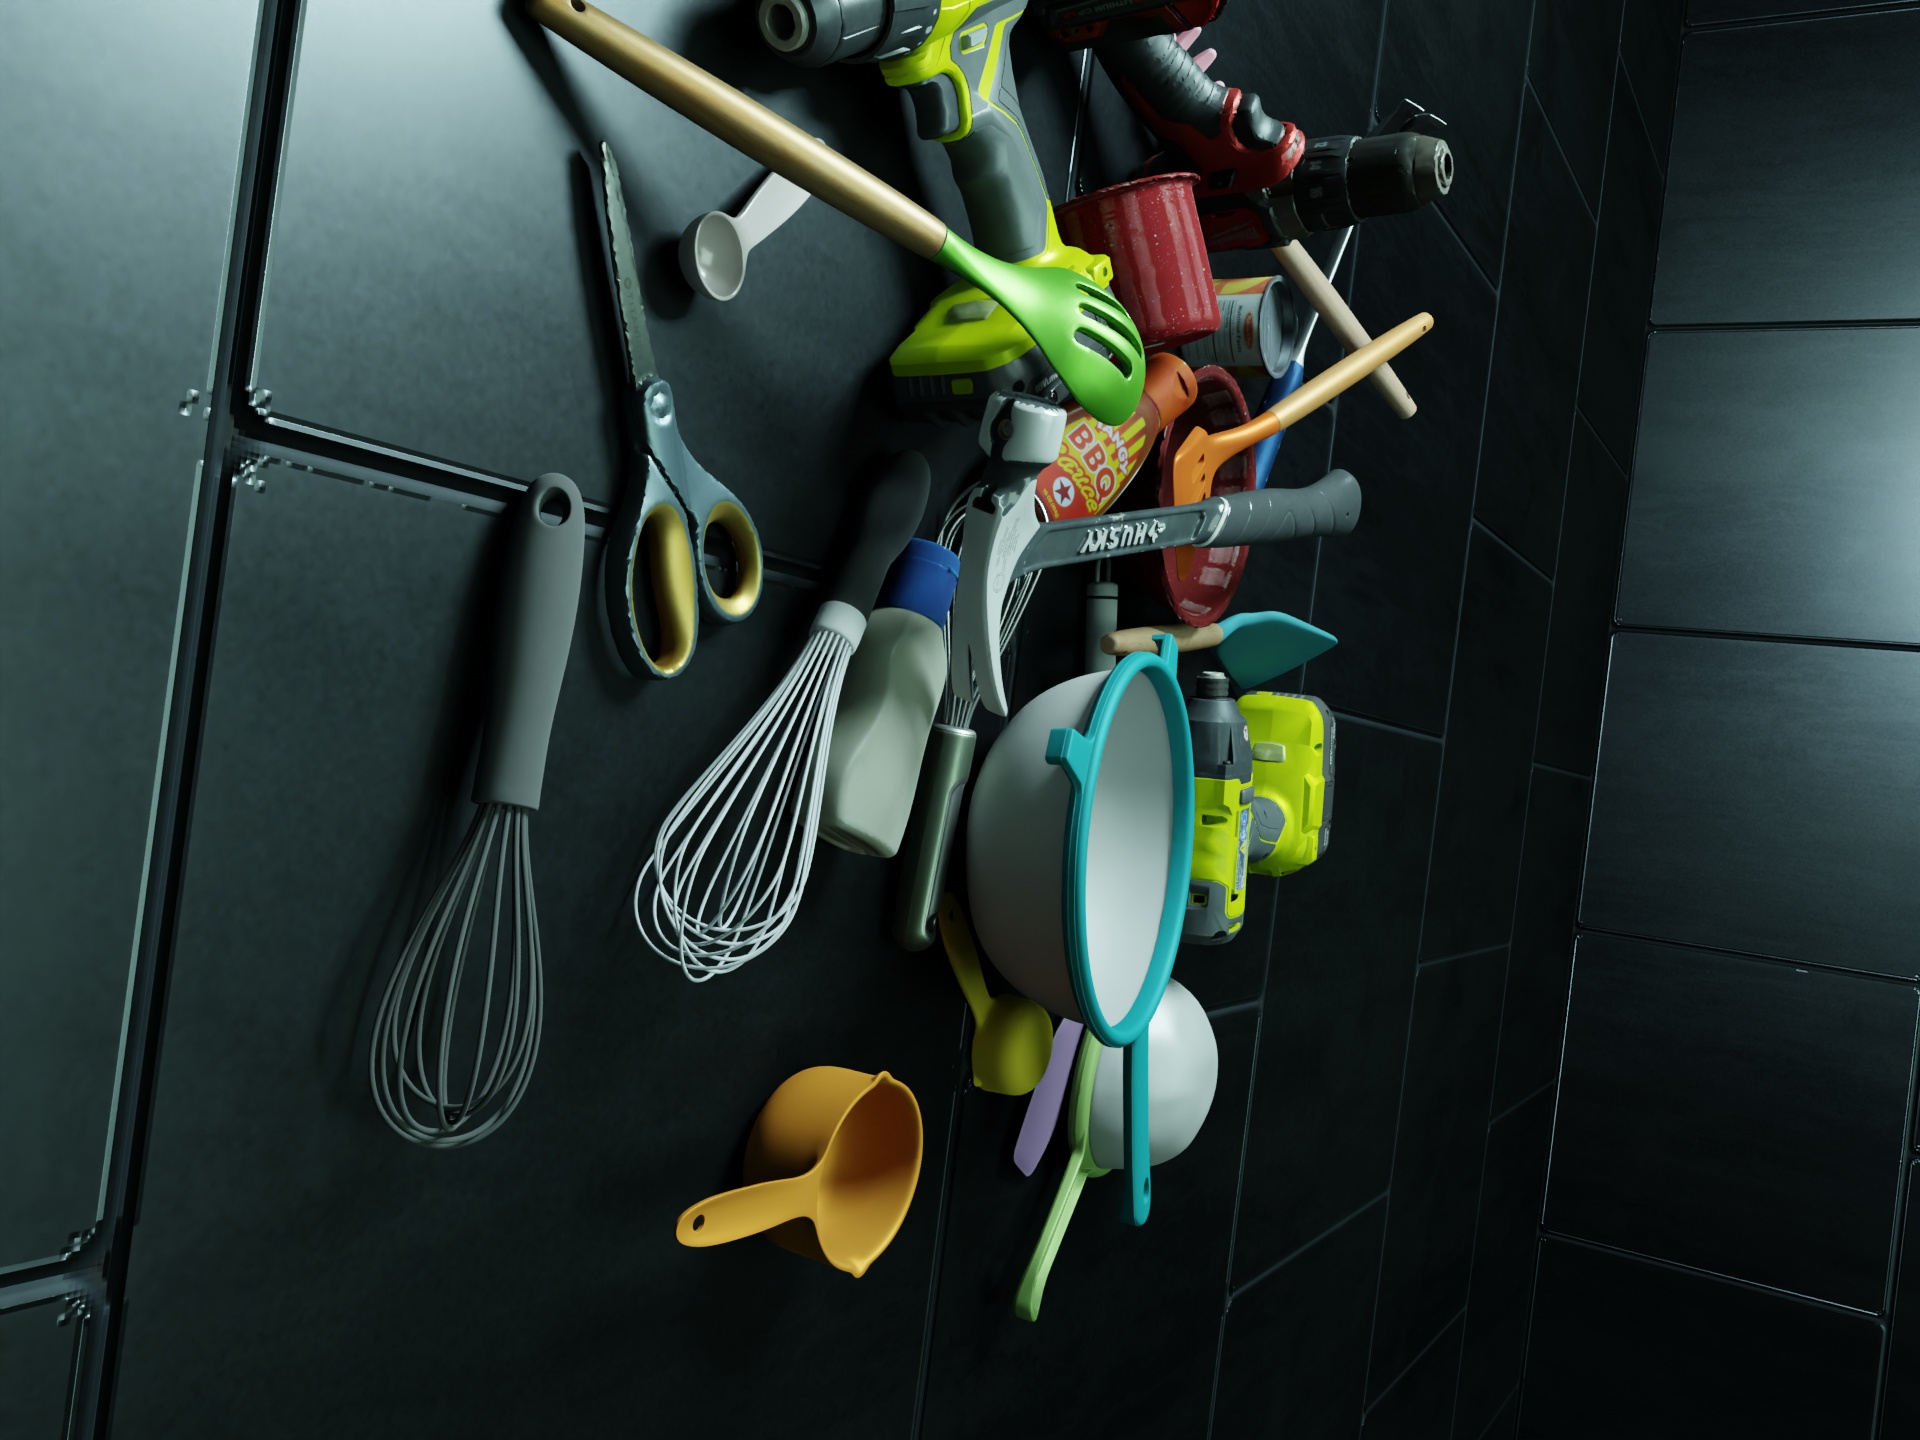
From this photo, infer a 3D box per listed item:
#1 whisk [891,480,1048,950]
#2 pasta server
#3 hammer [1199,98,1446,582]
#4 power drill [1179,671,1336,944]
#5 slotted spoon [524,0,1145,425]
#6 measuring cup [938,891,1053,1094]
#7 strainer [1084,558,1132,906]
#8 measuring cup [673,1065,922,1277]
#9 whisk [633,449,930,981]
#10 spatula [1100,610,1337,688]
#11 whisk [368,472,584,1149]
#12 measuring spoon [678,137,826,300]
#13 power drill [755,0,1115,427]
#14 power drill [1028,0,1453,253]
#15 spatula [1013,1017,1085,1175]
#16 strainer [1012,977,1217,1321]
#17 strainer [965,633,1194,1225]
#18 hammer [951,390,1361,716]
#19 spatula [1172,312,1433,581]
[{"bbox_3d":[-0.001,-0.003,0.811,0.057,0.059,0.246,6,96,-72],"label":"whisk"},{"bbox_3d":[0.215,-0.311,1.028,0.316,0.040,0.060,43,44,-28],"label":"pasta server"},{"bbox_3d":[0.238,-0.259,1.122,0.406,0.035,0.144,-66,-170,-17],"label":"hammer"},{"bbox_3d":[0.194,0.047,1.095,0.223,0.080,0.171,-11,106,-63],"label":"power drill"},{"bbox_3d":[-0.030,-0.203,0.639,0.313,0.031,0.070,22,58,-36],"label":"slotted spoon"},{"bbox_3d":[0.020,0.152,0.890,0.062,0.029,0.156,-57,142,-37],"label":"measuring cup"},{"bbox_3d":[0.084,0.027,0.969,0.086,0.050,0.258,-1,94,-45],"label":"strainer"},{"bbox_3d":[-0.084,0.204,0.709,0.173,0.052,0.095,7,90,-57],"label":"measuring cup"},{"bbox_3d":[-0.065,-0.016,0.695,0.070,0.070,0.285,59,42,-46],"label":"whisk"},{"bbox_3d":[0.164,-0.047,1.052,0.317,0.082,0.044,-9,73,-61],"label":"spatula"},{"bbox_3d":[-0.162,0.028,0.554,0.055,0.055,0.239,24,70,-58],"label":"whisk"},{"bbox_3d":[-0.086,-0.213,0.663,0.124,0.018,0.034,-62,145,-43],"label":"measuring spoon"},{"bbox_3d":[-0.005,-0.256,0.727,0.191,0.080,0.228,-48,132,-44],"label":"power drill"},{"bbox_3d":[0.155,-0.350,0.873,0.226,0.188,0.080,46,56,-48],"label":"power drill"},{"bbox_3d":[0.093,0.140,1.024,0.316,0.018,0.059,-67,153,-23],"label":"spatula"},{"bbox_3d":[0.108,0.267,1.006,0.151,0.069,0.256,76,33,-43],"label":"strainer"},{"bbox_3d":[0.060,0.127,0.887,0.211,0.095,0.340,-39,130,-61],"label":"strainer"},{"bbox_3d":[0.125,-0.101,0.863,0.409,0.036,0.149,-15,123,-52],"label":"hammer"},{"bbox_3d":[0.215,-0.192,0.990,0.322,0.041,0.081,-35,133,-34],"label":"spatula"}]
